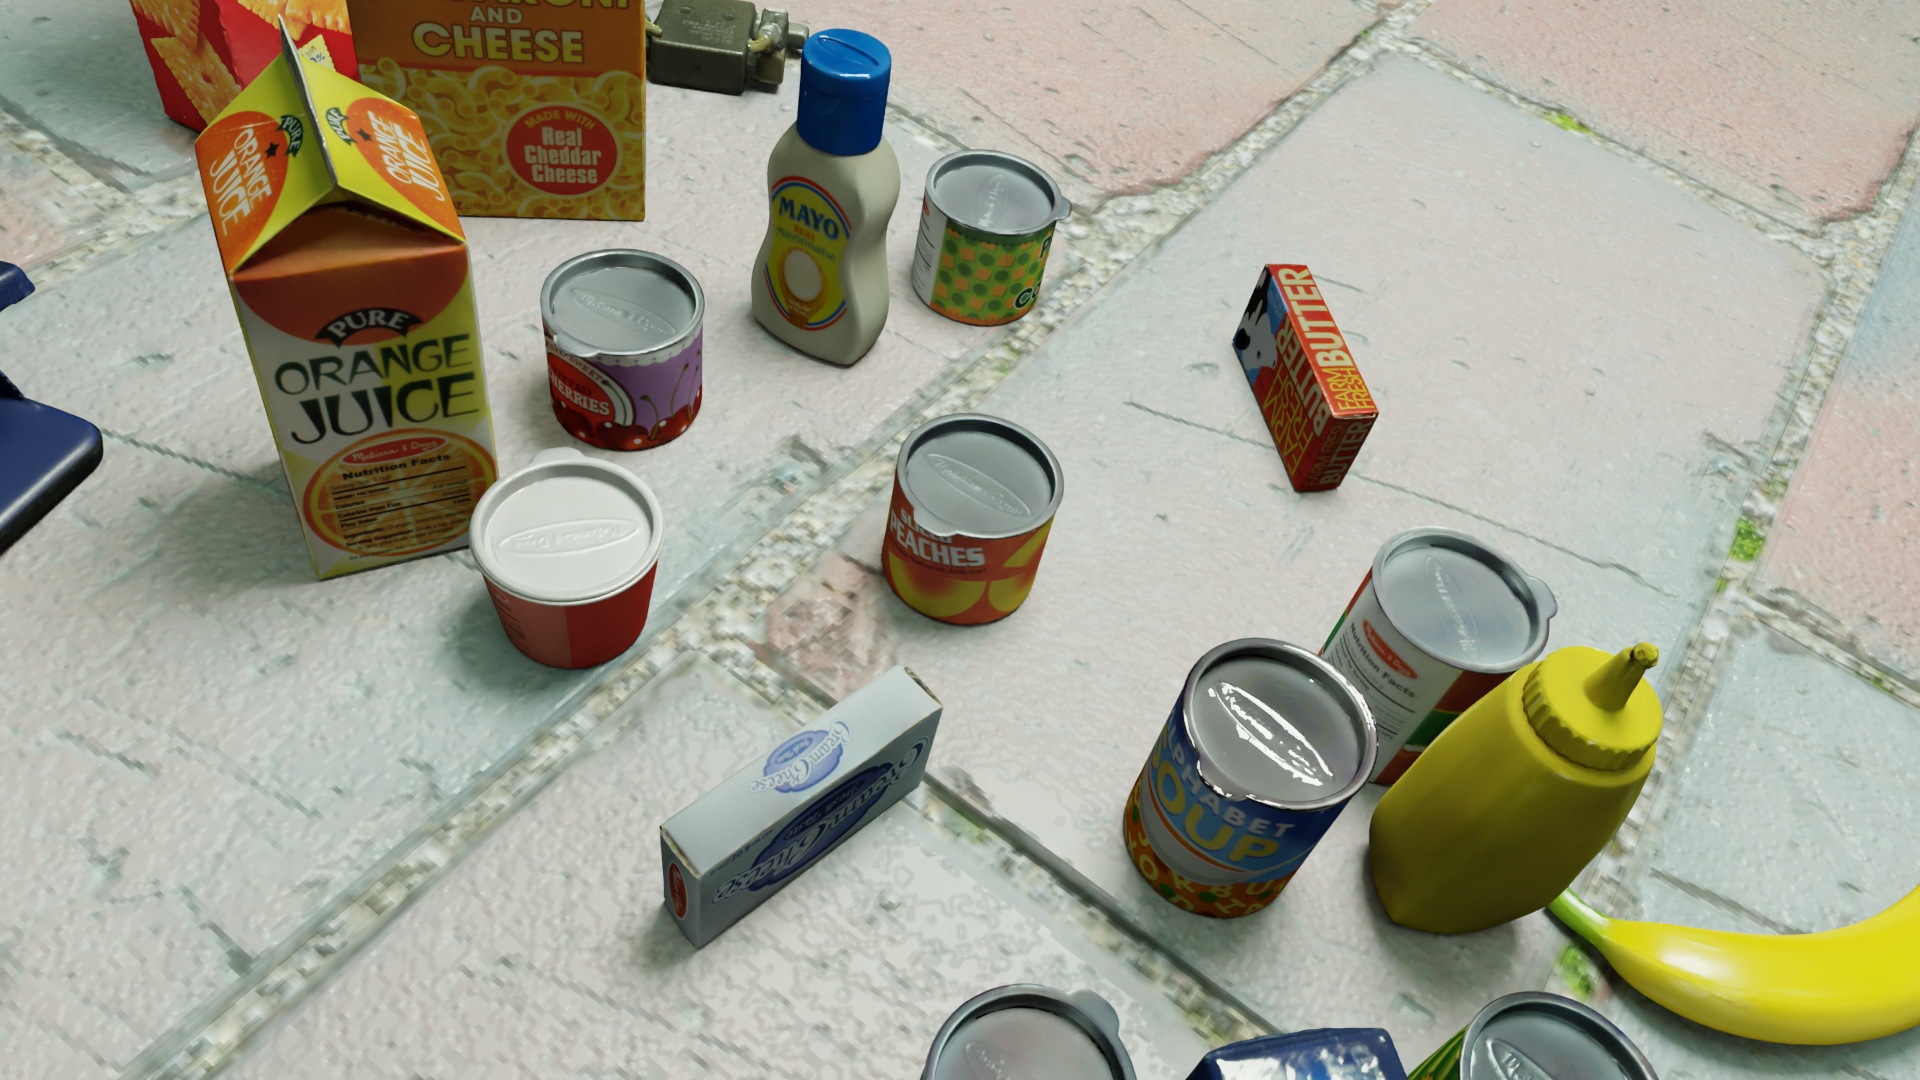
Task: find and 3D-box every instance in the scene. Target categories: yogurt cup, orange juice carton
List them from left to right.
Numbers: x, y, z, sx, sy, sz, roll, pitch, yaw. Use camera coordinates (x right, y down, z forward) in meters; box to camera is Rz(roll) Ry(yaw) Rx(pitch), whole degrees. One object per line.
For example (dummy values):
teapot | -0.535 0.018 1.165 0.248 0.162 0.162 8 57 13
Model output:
orange juice carton | -0.211 -0.078 0.486 0.073 0.191 0.072 -15 55 -23
yogurt cup | -0.144 0.011 0.516 0.072 0.053 0.073 6 50 -7

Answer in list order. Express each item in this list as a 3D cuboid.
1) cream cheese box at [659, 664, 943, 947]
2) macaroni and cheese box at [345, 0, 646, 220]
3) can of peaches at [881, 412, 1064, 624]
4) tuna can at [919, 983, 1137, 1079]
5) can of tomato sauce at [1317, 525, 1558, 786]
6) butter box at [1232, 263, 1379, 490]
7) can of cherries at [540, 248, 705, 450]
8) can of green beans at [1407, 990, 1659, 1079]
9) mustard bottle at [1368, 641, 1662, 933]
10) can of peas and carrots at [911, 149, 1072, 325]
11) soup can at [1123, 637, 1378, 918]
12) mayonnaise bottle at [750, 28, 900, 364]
cream cheese box | -0.054 0.088 0.470 0.104 0.053 0.024 -32 63 -32
macaroni and cheese box | -0.205 -0.223 0.627 0.124 0.165 0.040 -2 51 -13
can of peaches | 0.002 -0.007 0.559 0.071 0.057 0.071 6 50 -7
tuna can | 0.021 0.173 0.428 0.071 0.032 0.071 6 49 -7
can of tomato sauce | 0.177 0.046 0.534 0.071 0.082 0.071 6 50 -7
butter box | 0.161 -0.078 0.655 0.024 0.052 0.104 -2 51 -13
can of cherries | -0.144 -0.080 0.589 0.071 0.058 0.072 6 50 -7
can of green beans | 0.176 0.184 0.434 0.071 0.057 0.071 6 50 -7
mustard bottle | 0.189 0.078 0.459 0.065 0.159 0.049 2 50 -10
can of peas and carrots | 0.014 -0.148 0.679 0.071 0.058 0.071 6 50 -7
soup can | 0.096 0.085 0.483 0.071 0.083 0.072 6 50 -7
mayonnaise bottle | -0.057 -0.147 0.606 0.065 0.147 0.041 28 51 12
